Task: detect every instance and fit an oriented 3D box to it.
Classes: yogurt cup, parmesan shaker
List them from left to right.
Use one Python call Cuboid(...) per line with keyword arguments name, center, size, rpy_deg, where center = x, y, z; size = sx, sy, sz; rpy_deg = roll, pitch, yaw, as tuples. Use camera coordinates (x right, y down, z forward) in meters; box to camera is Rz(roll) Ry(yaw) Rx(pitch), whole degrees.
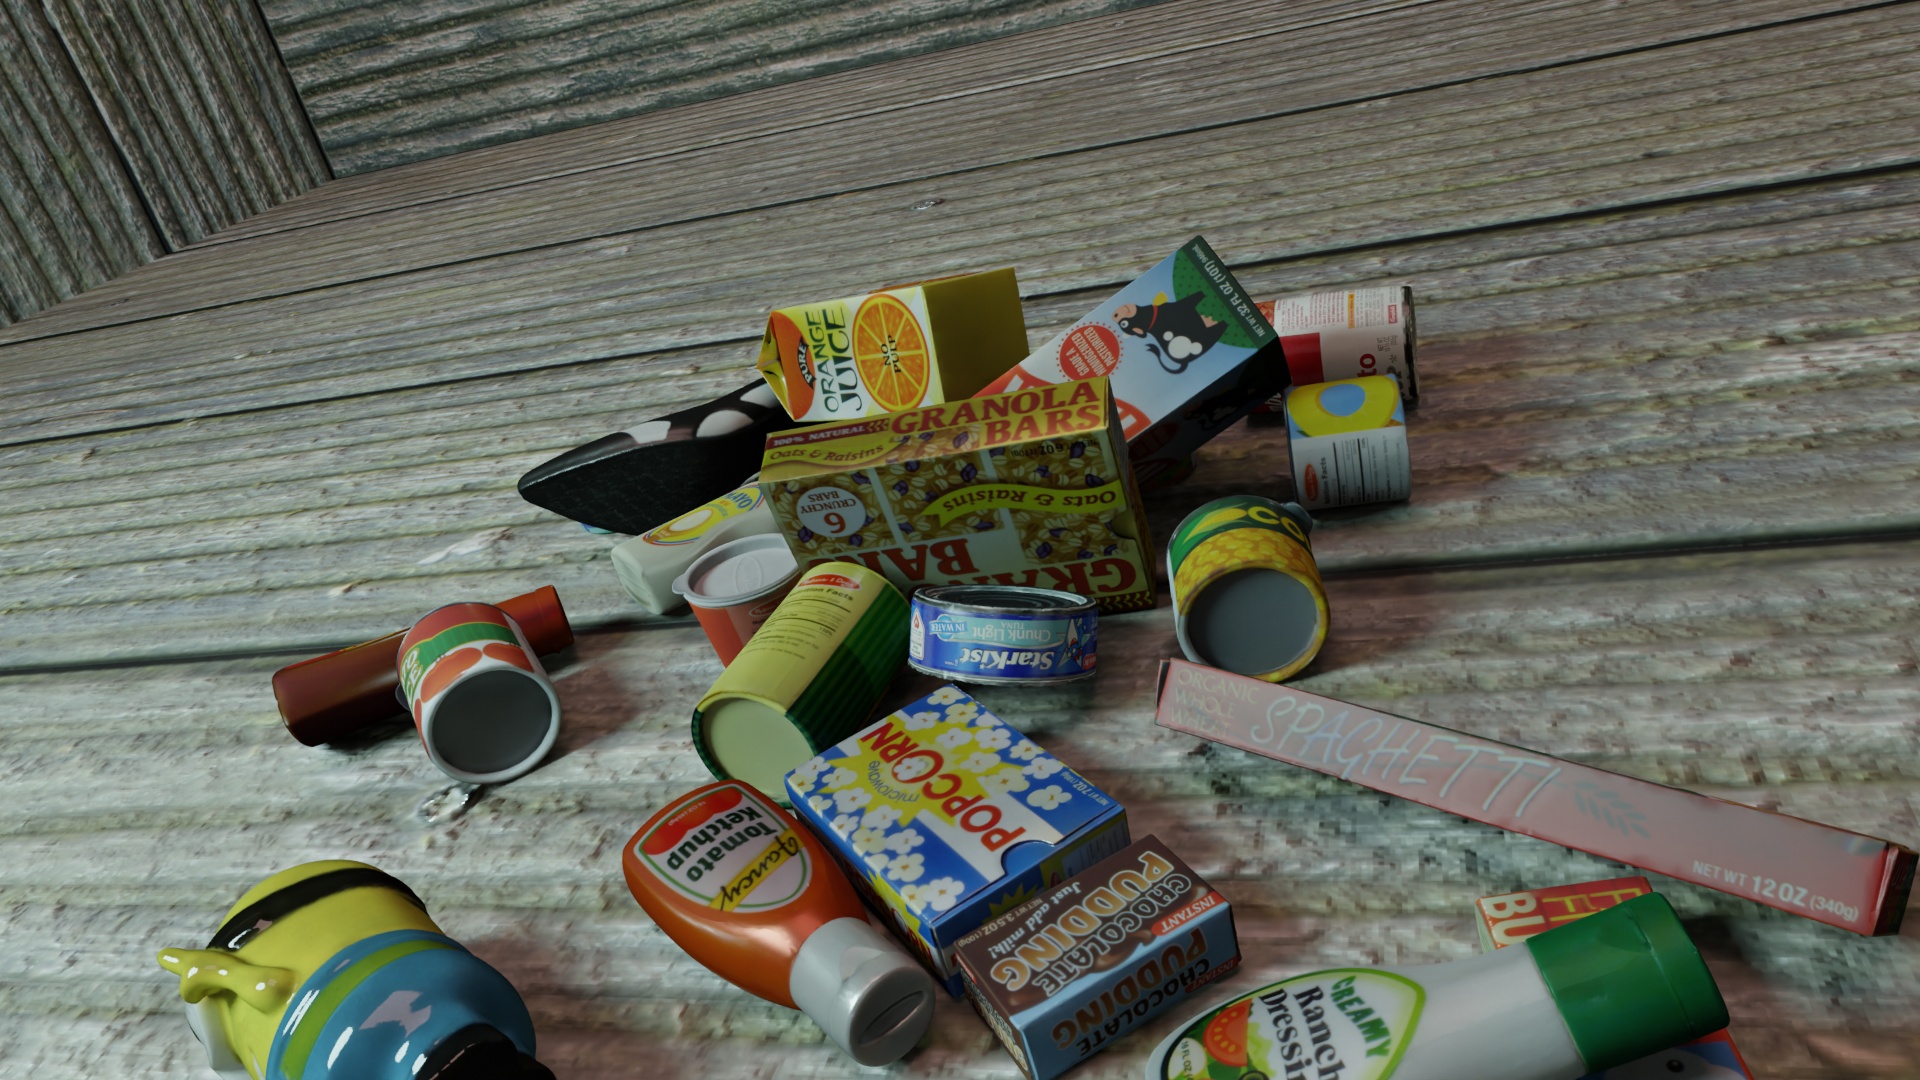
Cuboid(name="yogurt cup", center=(-0.104, 0.035, 0.721), size=(0.072, 0.053, 0.073), rpy_deg=(-12, 27, 6))
Cuboid(name="parmesan shaker", center=(-0.072, 0.065, 0.634), size=(0.071, 0.071, 0.103), rpy_deg=(-1, 30, 26))

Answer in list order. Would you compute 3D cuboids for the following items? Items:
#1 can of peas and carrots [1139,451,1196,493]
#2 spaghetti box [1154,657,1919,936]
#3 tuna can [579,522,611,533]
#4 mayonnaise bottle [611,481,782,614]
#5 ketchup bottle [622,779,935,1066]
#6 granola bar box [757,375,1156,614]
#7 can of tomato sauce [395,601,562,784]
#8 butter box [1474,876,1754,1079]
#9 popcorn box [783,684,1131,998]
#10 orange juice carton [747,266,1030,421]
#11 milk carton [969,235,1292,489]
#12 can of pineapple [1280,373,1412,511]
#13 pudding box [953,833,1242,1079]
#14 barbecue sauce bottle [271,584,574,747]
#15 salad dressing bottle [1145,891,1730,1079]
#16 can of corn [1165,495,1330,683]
Cuboid(name="can of peas and carrots", center=(0.098, -0.066, 0.806), size=(0.071, 0.058, 0.071), rpy_deg=(-13, 26, 7))
Cuboid(name="spaghetti box", center=(0.181, 0.082, 0.483), size=(0.250, 0.028, 0.050), rpy_deg=(12, -4, 42))
Cuboid(name="tuna can", center=(-0.234, -0.034, 0.945), size=(0.071, 0.032, 0.071), rpy_deg=(-12, 27, 6))
Cuboid(name="mayonnaise bottle", center=(-0.130, -0.008, 0.832), size=(0.149, 0.041, 0.065), rpy_deg=(-29, 28, -25))
Cuboid(name="ketchup bottle", center=(-0.066, 0.140, 0.512), size=(0.065, 0.043, 0.149), rpy_deg=(-30, 31, -28))
Cuboid(name="granola bar box", center=(0.002, -0.008, 0.668), size=(0.165, 0.123, 0.039), rpy_deg=(-9, 45, 13))
Cuboid(name="can of tomato sauce", center=(-0.245, 0.077, 0.701), size=(0.071, 0.071, 0.083), rpy_deg=(-26, 29, -20))
Cuboid(name="butter box", center=(0.187, 0.141, 0.397), size=(0.053, 0.024, 0.104), rpy_deg=(-11, 27, 10))
Cuboid(name="popcorn box", center=(-0.003, 0.110, 0.541), size=(0.085, 0.038, 0.127), rpy_deg=(-26, 28, -23))
Cuboid(name="orange juice carton", center=(-0.049, -0.115, 0.838), size=(0.072, 0.073, 0.192), rpy_deg=(-20, 15, -38))
Cuboid(name="milk carton", center=(0.071, -0.065, 0.727), size=(0.190, 0.073, 0.072), rpy_deg=(-34, 69, 9))
Cuboid(name="can of pineapple", center=(0.198, -0.051, 0.716), size=(0.058, 0.070, 0.071), rpy_deg=(-7, 27, 14))
Cuboid(name="pudding box", center=(0.046, 0.140, 0.467), size=(0.084, 0.030, 0.050), rpy_deg=(-24, 29, -17))
Cuboid(name="barbecue sauce bottle", center=(-0.289, 0.066, 0.758), size=(0.149, 0.044, 0.064), rpy_deg=(-20, -10, -14))
Cuboid(name="salad dressing bottle", center=(0.126, 0.138, 0.376), size=(0.147, 0.044, 0.064), rpy_deg=(-25, 24, 12))
Cuboid(name="can of corn", center=(0.128, 0.021, 0.612), size=(0.071, 0.071, 0.058), rpy_deg=(-11, 28, 9))
